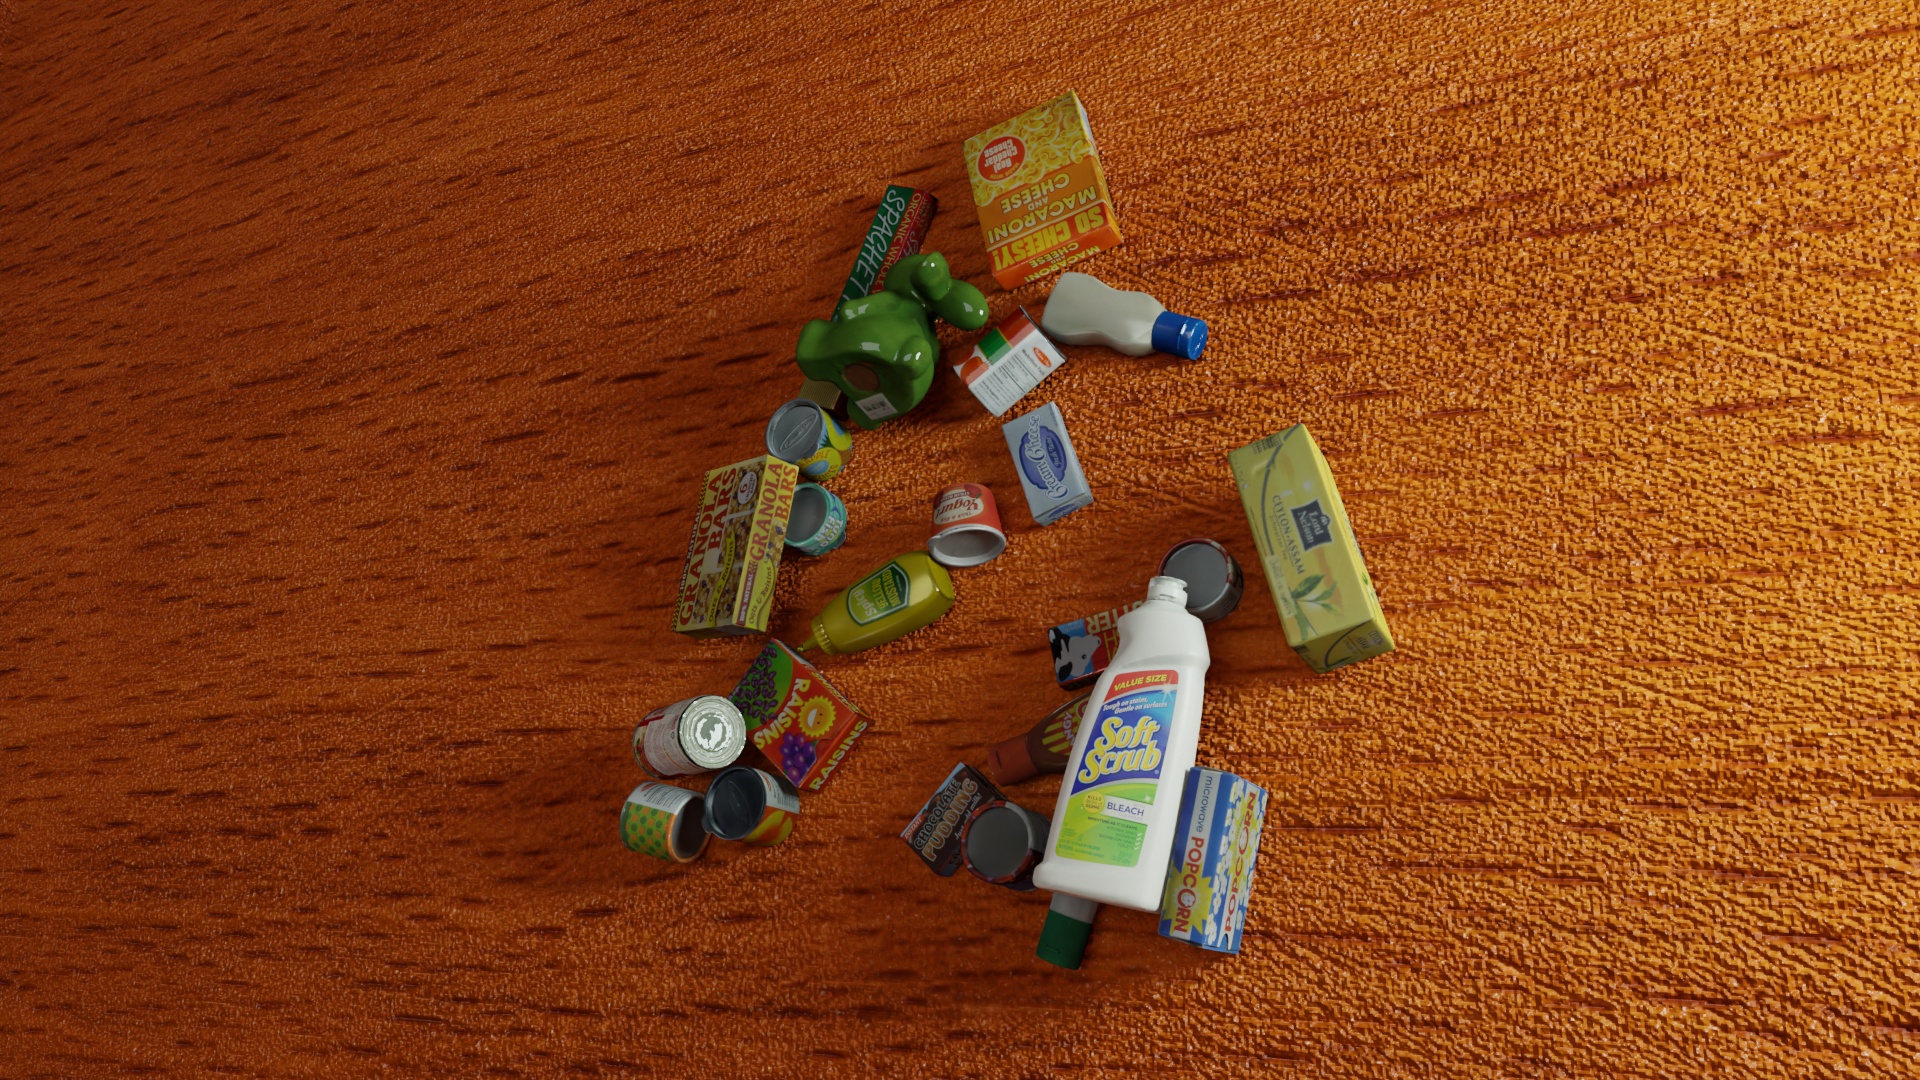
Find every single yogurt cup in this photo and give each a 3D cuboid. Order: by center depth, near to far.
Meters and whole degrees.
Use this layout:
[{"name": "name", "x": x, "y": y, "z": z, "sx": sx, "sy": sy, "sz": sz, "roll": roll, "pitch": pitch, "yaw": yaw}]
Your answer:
[{"name": "yogurt cup", "x": 0.004, "y": -0.016, "z": 1.240, "sx": 0.072, "sy": 0.072, "sz": 0.054, "roll": -18, "pitch": 56, "yaw": 20}]

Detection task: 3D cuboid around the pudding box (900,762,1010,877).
[{"name": "pudding box", "x": -0.005, "y": 0.235, "z": 1.169, "sx": 0.083, "sy": 0.030, "sz": 0.050, "roll": -50, "pitch": 57, "yaw": 2}]

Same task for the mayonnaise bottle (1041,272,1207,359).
[{"name": "mayonnaise bottle", "x": 0.148, "y": -0.196, "z": 1.248, "sx": 0.148, "sy": 0.041, "sz": 0.065, "roll": 21, "pitch": 83, "yaw": 30}]

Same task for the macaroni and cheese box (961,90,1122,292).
[{"name": "macaroni and cheese box", "x": 0.077, "y": -0.335, "z": 1.336, "sx": 0.123, "sy": 0.040, "sz": 0.167, "roll": -21, "pitch": 63, "yaw": 19}]

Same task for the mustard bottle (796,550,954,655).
[{"name": "mustard bottle", "x": -0.084, "y": 0.067, "z": 1.261, "sx": 0.160, "sy": 0.048, "sz": 0.065, "roll": -29, "pitch": 59, "yaw": 15}]

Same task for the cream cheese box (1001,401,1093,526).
[{"name": "cream cheese box", "x": 0.078, "y": -0.070, "z": 1.245, "sx": 0.053, "sy": 0.024, "sz": 0.104, "roll": -26, "pitch": 62, "yaw": 17}]

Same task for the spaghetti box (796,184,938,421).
[{"name": "spaghetti box", "x": -0.092, "y": -0.242, "z": 1.394, "sx": 0.050, "sy": 0.028, "sz": 0.250, "roll": 17, "pitch": 80, "yaw": 30}]

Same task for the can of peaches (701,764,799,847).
[{"name": "can of peaches", "x": -0.188, "y": 0.240, "z": 1.244, "sx": 0.071, "sy": 0.058, "sz": 0.071, "roll": -9, "pitch": 69, "yaw": 24}]

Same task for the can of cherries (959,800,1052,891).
[{"name": "can of cherries", "x": 0.039, "y": 0.249, "z": 1.124, "sx": 0.071, "sy": 0.058, "sz": 0.072, "roll": -9, "pitch": 67, "yaw": 23}]

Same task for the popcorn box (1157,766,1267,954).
[{"name": "popcorn box", "x": 0.190, "y": 0.239, "z": 1.036, "sx": 0.038, "sy": 0.085, "sz": 0.127, "roll": 6, "pitch": 75, "yaw": 30}]

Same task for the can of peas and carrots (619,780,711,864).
[{"name": "can of peas and carrots", "x": -0.268, "y": 0.261, "z": 1.273, "sx": 0.059, "sy": 0.071, "sz": 0.071, "roll": 7, "pitch": 75, "yaw": 28}]

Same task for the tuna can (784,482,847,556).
[{"name": "tuna can", "x": -0.143, "y": -0.019, "z": 1.333, "sx": 0.071, "sy": 0.033, "sz": 0.071, "roll": -10, "pitch": 67, "yaw": 24}]

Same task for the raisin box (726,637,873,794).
[{"name": "raisin box", "x": -0.150, "y": 0.159, "z": 1.266, "sx": 0.123, "sy": 0.040, "sz": 0.086, "roll": 38, "pitch": 90, "yaw": 32}]

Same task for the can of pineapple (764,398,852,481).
[{"name": "can of pineapple", "x": -0.146, "y": -0.095, "z": 1.348, "sx": 0.071, "sy": 0.058, "sz": 0.071, "roll": -9, "pitch": 68, "yaw": 24}]

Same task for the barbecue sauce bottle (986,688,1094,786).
[{"name": "barbecue sauce bottle", "x": 0.095, "y": 0.162, "z": 1.138, "sx": 0.148, "sy": 0.043, "sz": 0.065, "roll": -23, "pitch": 63, "yaw": 18}]

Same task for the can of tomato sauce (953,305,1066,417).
[{"name": "can of tomato sauce", "x": 0.044, "y": -0.164, "z": 1.274, "sx": 0.083, "sy": 0.071, "sz": 0.071, "roll": -40, "pitch": 59, "yaw": 9}]

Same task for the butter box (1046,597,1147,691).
[{"name": "butter box", "x": 0.126, "y": 0.086, "z": 1.161, "sx": 0.103, "sy": 0.024, "sz": 0.053, "roll": -19, "pitch": 63, "yaw": 20}]

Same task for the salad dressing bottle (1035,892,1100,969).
[{"name": "salad dressing bottle", "x": 0.098, "y": 0.262, "z": 1.099, "sx": 0.064, "sy": 0.044, "sz": 0.148, "roll": 14, "pitch": 79, "yaw": 28}]

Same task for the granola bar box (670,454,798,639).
[{"name": "granola bar box", "x": -0.217, "y": 0.009, "z": 1.331, "sx": 0.124, "sy": 0.039, "sz": 0.166, "roll": -10, "pitch": 65, "yaw": 50}]

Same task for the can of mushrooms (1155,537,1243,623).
[{"name": "can of mushrooms", "x": 0.195, "y": 0.031, "z": 1.142, "sx": 0.071, "sy": 0.033, "sz": 0.071, "roll": -9, "pitch": 68, "yaw": 24}]
